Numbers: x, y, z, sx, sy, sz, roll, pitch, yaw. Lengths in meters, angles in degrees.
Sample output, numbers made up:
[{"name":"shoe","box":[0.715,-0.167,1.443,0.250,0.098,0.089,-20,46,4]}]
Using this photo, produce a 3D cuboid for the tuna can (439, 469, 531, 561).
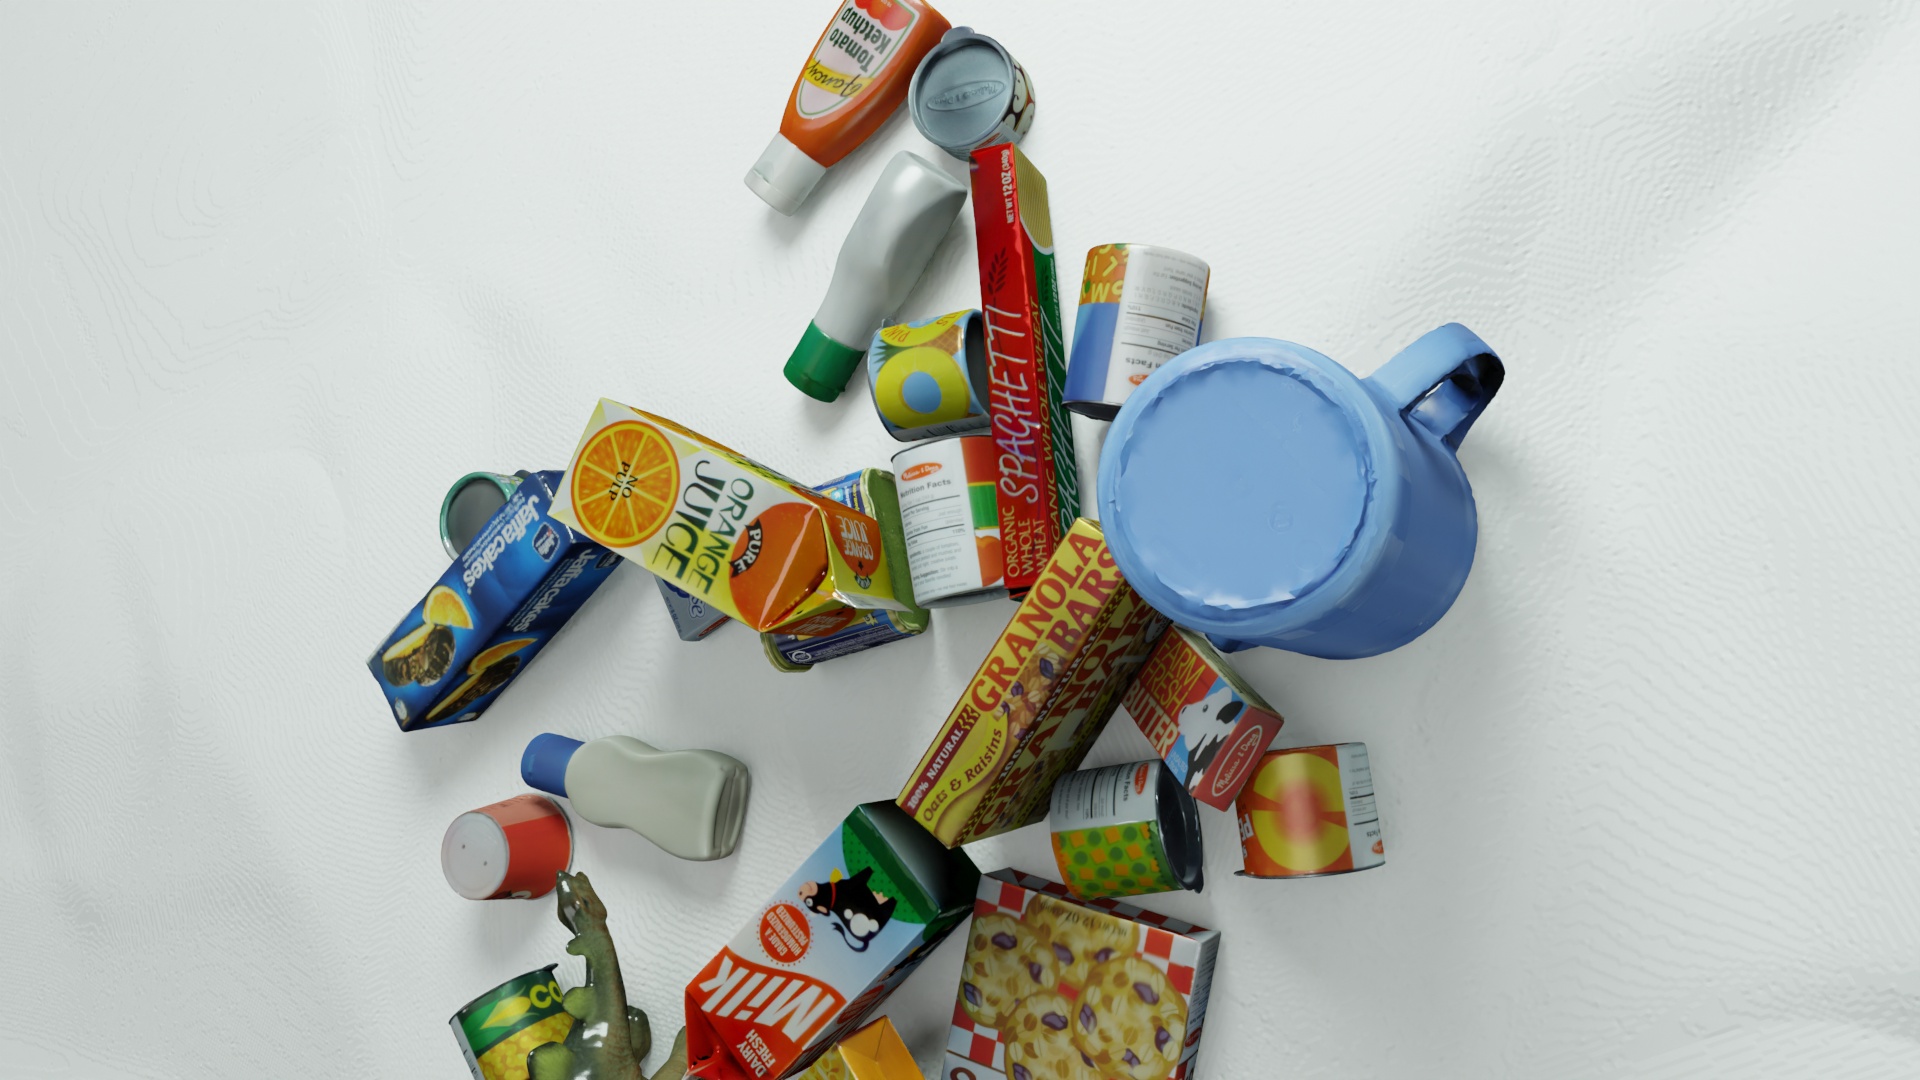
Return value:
[{"name":"tuna can","box":[-0.308,-0.014,0.917,0.071,0.033,0.071,-2,85,25]}]

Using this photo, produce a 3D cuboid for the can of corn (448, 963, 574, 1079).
[{"name":"can of corn","box":[-0.267,0.303,0.849,0.071,0.071,0.058,-38,71,17]}]

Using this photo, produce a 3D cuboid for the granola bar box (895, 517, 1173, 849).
[{"name":"granola bar box","box":[0.048,0.069,0.692,0.039,0.124,0.165,36,100,22]}]

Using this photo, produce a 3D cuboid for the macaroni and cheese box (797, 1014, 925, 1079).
[{"name":"macaroni and cheese box","box":[-0.058,0.347,0.731,0.124,0.040,0.165,54,128,22]}]

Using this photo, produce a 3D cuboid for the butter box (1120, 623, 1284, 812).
[{"name":"butter box","box":[0.116,0.084,0.680,0.024,0.104,0.053,28,100,-20]}]

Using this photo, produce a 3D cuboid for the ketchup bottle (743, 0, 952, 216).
[{"name":"ketchup bottle","box":[-0.072,-0.263,0.826,0.065,0.043,0.148,44,104,22]}]

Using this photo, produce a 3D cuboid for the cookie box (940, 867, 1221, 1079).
[{"name":"cookie box","box":[0.056,0.268,0.715,0.123,0.040,0.167,10,89,27]}]

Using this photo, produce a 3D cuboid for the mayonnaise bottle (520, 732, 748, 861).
[{"name":"mayonnaise bottle","box":[-0.201,0.149,0.847,0.148,0.041,0.065,9,87,27]}]

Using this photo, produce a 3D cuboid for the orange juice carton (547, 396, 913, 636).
[{"name":"orange juice carton","box":[-0.117,-0.004,0.741,0.193,0.072,0.073,26,93,22]}]

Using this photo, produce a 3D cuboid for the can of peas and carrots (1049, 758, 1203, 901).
[{"name":"can of peas and carrots","box":[0.085,0.148,0.701,0.058,0.071,0.071,-13,80,24]}]

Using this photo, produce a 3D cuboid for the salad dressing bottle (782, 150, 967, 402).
[{"name":"salad dressing bottle","box":[-0.052,-0.149,0.798,0.044,0.064,0.147,38,109,14]}]

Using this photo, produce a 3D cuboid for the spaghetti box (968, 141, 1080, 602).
[{"name":"spaghetti box","box":[0.036,-0.089,0.741,0.028,0.050,0.250,-11,74,24]}]

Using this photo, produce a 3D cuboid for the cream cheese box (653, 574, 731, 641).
[{"name":"cream cheese box","box":[-0.165,0.004,0.853,0.053,0.024,0.104,-32,73,18]}]

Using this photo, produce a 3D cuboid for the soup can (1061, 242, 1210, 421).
[{"name":"soup can","box":[0.090,-0.105,0.724,0.071,0.071,0.083,8,88,25]}]

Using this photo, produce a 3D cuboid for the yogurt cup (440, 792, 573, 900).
[{"name":"yogurt cup","box":[-0.287,0.195,0.875,0.072,0.054,0.072,-3,84,24]}]

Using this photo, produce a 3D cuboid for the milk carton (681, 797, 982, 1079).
[{"name":"milk carton","box":[-0.079,0.232,0.764,0.190,0.072,0.073,-48,69,14]}]

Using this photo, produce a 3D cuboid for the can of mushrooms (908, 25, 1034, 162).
[{"name":"can of mushrooms","box":[0.007,-0.254,0.794,0.071,0.033,0.071,-2,84,25]}]

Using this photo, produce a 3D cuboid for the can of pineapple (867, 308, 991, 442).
[{"name":"can of pineapple","box":[-0.012,-0.093,0.767,0.058,0.071,0.071,-9,81,23]}]

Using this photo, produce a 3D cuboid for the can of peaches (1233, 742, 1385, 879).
[{"name":"can of peaches","box":[0.163,0.128,0.665,0.071,0.071,0.058,-10,81,24]}]

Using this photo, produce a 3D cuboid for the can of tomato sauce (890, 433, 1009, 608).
[{"name":"can of tomato sauce","box":[0.003,-0.009,0.755,0.071,0.071,0.083,-14,80,23]}]
